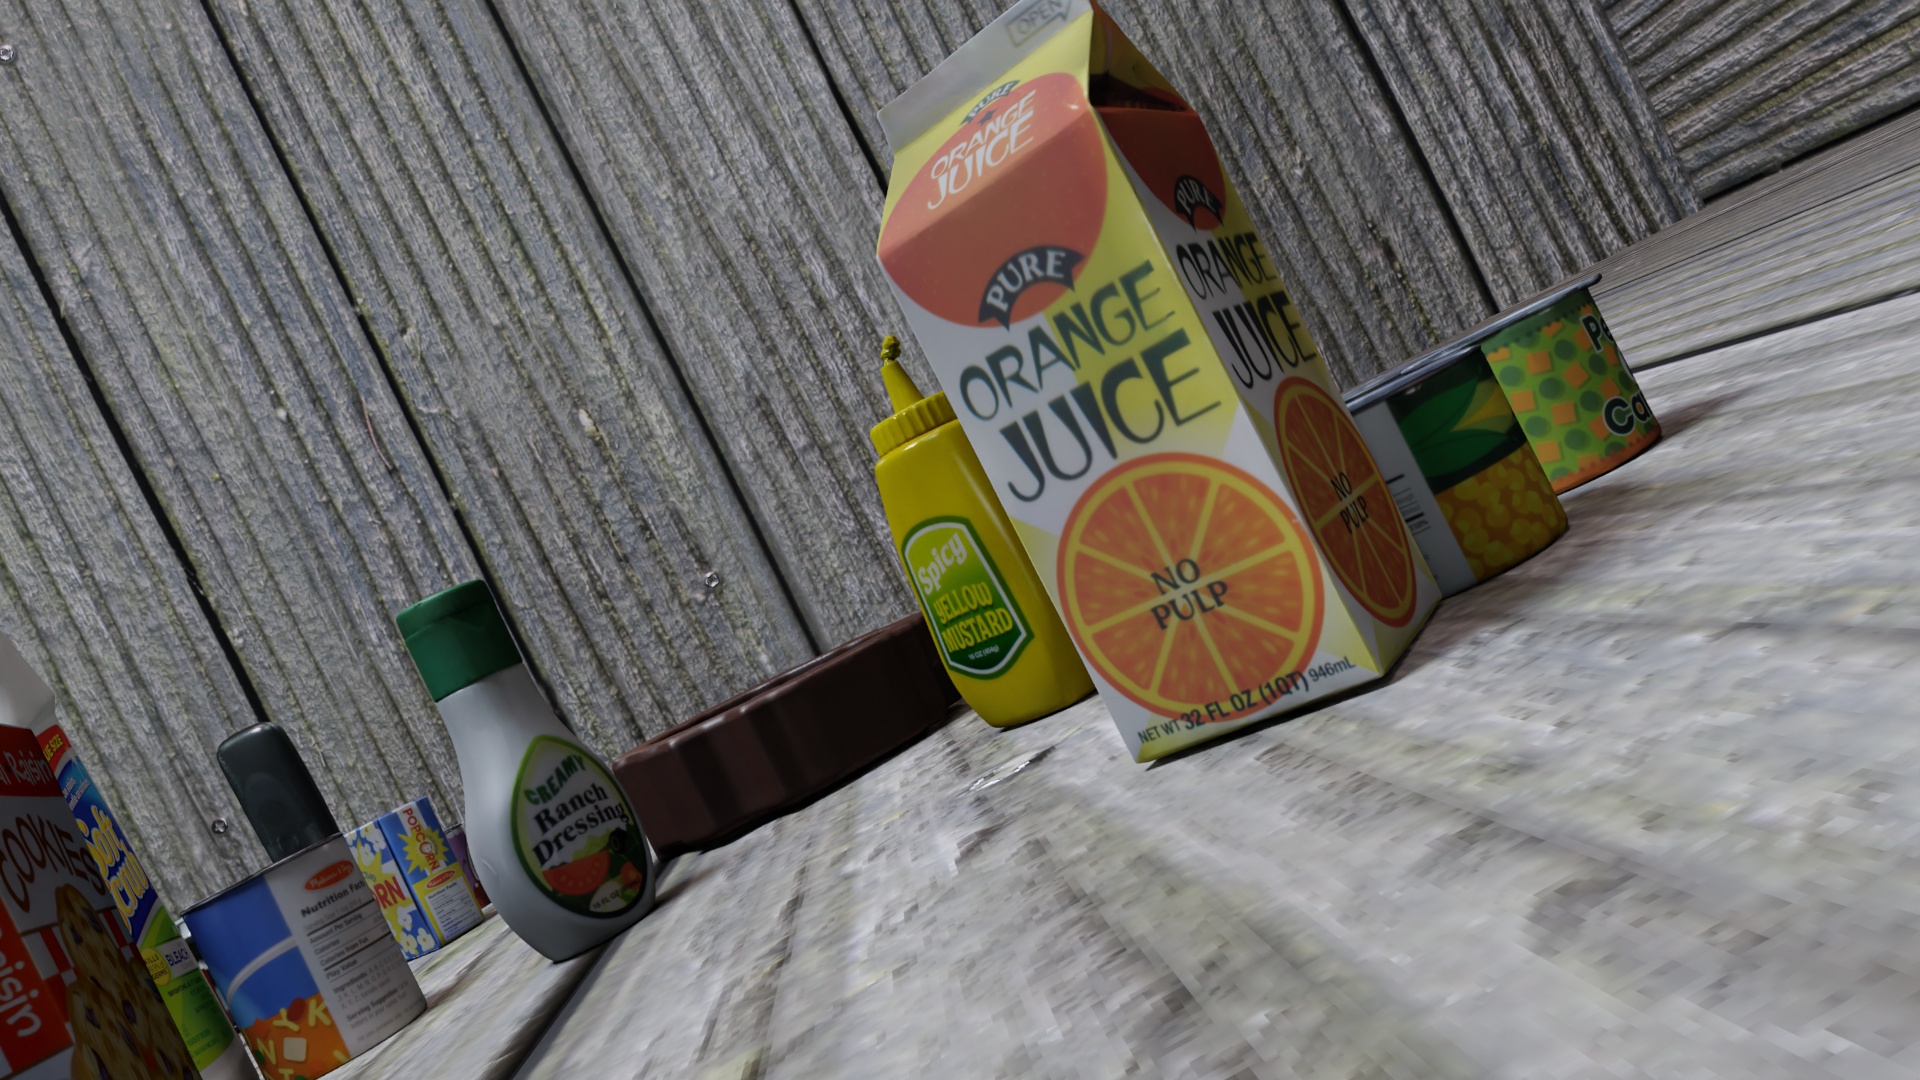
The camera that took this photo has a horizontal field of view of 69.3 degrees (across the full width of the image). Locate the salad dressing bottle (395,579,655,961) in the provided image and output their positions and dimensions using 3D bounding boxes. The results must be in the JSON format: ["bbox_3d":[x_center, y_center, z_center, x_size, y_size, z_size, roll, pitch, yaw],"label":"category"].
[{"bbox_3d":[-0.172,0.088,0.543,0.044,0.147,0.064,-27,-1,40],"label":"salad dressing bottle"}]

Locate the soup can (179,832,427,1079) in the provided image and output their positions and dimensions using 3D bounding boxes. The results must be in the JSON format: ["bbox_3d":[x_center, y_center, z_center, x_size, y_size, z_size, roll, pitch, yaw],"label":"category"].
[{"bbox_3d":[-0.273,0.175,0.577,0.071,0.084,0.071,-27,0,0],"label":"soup can"}]

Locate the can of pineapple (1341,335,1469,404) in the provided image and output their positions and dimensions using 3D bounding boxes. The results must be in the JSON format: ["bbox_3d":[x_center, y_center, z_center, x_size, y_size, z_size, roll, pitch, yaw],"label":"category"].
[{"bbox_3d":[0.178,-0.039,0.542,0.071,0.058,0.071,-27,0,0],"label":"can of pineapple"}]

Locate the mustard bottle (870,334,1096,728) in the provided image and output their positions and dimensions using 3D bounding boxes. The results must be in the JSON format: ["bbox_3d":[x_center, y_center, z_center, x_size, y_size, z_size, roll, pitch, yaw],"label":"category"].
[{"bbox_3d":[0.002,-0.007,0.547,0.065,0.160,0.049,-27,-1,41],"label":"mustard bottle"}]

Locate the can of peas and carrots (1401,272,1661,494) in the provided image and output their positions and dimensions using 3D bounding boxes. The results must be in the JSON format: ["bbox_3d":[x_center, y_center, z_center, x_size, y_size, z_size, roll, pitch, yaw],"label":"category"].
[{"bbox_3d":[0.197,-0.049,0.476,0.071,0.058,0.071,-27,0,0],"label":"can of peas and carrots"}]

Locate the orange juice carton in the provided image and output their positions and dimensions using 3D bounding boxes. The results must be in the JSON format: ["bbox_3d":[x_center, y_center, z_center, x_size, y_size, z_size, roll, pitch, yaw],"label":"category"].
[{"bbox_3d":[0.045,-0.047,0.368,0.071,0.192,0.073,-27,-1,33],"label":"orange juice carton"}]

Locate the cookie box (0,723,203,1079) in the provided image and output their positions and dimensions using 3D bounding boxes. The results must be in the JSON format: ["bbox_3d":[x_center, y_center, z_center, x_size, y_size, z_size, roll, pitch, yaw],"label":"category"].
[{"bbox_3d":[-0.291,0.137,0.431,0.040,0.167,0.122,-27,-1,-23],"label":"cookie box"}]

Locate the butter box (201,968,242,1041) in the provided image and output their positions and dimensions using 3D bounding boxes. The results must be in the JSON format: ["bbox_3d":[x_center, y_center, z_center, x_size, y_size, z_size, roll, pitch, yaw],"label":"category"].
[{"bbox_3d":[-0.474,0.294,0.791,0.104,0.053,0.024,-27,-1,-21],"label":"butter box"}]

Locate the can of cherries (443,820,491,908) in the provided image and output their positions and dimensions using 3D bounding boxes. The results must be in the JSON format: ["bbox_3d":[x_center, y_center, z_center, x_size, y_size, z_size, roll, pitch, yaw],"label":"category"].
[{"bbox_3d":[-0.357,0.232,0.945,0.071,0.058,0.071,-27,0,0],"label":"can of cherries"}]

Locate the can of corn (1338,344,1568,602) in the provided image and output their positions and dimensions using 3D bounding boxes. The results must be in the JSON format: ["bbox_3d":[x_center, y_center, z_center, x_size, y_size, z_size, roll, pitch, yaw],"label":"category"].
[{"bbox_3d":[0.136,-0.018,0.409,0.071,0.058,0.071,-27,0,0],"label":"can of corn"}]

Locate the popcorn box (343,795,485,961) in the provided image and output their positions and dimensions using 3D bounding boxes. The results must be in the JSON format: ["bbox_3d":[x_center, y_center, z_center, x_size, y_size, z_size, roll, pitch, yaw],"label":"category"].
[{"bbox_3d":[-0.357,0.217,0.851,0.126,0.085,0.038,-27,-1,32],"label":"popcorn box"}]
